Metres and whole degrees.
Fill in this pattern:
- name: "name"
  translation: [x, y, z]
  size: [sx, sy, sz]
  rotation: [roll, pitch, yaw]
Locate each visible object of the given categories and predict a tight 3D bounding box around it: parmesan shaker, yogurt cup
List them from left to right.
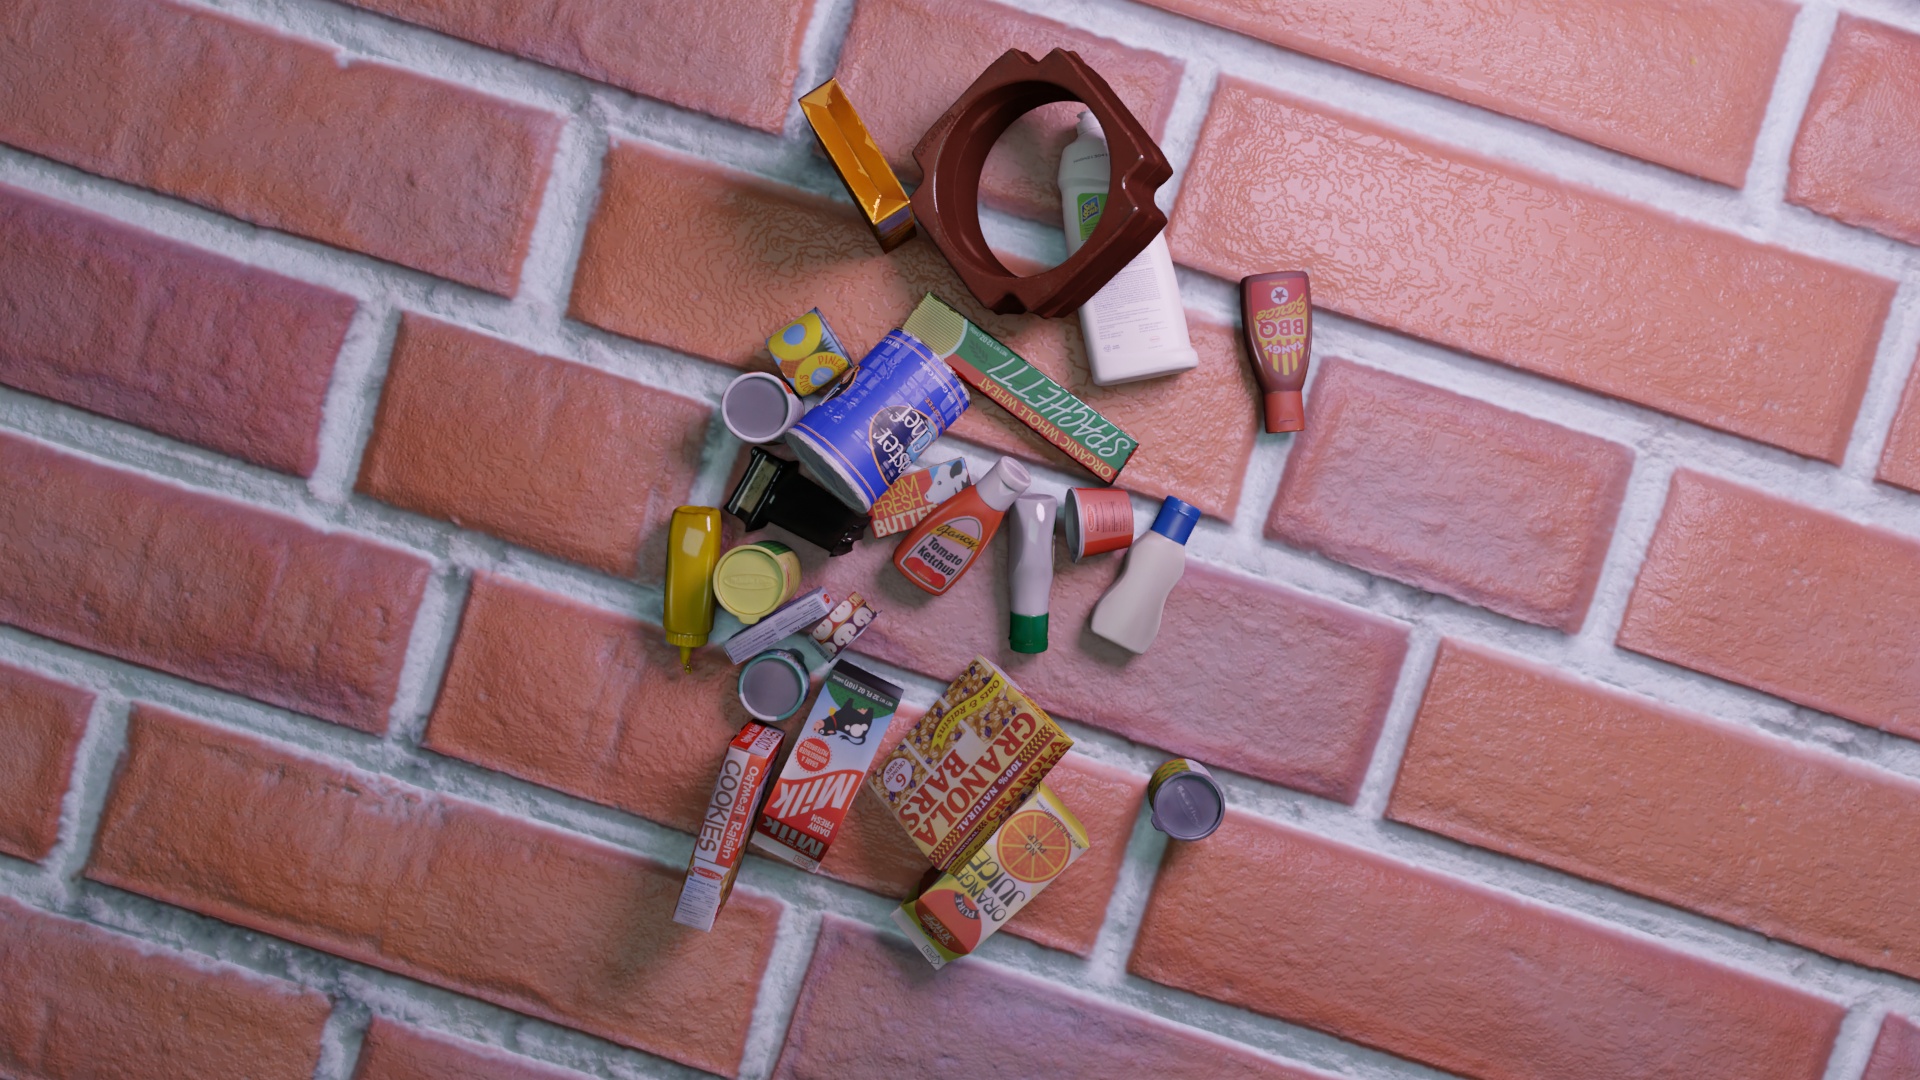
- name: "parmesan shaker"
  translation: [-0.186, 0.037, 1.285]
  size: [0.071, 0.103, 0.071]
  rotation: [0, 92, 1]
- name: "yogurt cup"
  translation: [0.130, -0.018, 1.298]
  size: [0.054, 0.072, 0.072]
  rotation: [-5, 93, -7]

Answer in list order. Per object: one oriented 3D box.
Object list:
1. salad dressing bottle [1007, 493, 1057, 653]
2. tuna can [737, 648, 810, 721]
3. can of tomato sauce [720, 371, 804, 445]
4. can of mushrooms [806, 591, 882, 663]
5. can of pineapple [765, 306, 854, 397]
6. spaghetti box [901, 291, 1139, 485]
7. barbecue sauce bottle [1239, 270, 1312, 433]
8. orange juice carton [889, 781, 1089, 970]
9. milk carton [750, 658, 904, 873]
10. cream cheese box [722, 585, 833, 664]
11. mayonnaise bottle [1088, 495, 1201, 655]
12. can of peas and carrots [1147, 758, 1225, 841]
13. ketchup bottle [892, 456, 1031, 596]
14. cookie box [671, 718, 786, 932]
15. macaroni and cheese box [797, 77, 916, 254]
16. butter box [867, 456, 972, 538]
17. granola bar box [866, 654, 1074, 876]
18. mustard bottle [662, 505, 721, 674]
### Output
- name: "salad dressing bottle"
  translation: [0.066, 0.031, 1.305]
  size: [0.044, 0.064, 0.147]
  rotation: [0, 101, -8]
- name: "tuna can"
  translation: [-0.176, 0.136, 1.324]
  size: [0.071, 0.033, 0.071]
  rotation: [0, 93, 1]
- name: "can of tomato sauce"
  translation: [-0.185, -0.122, 1.288]
  size: [0.071, 0.083, 0.071]
  rotation: [0, 93, 1]
- name: "can of mushrooms"
  translation: [-0.109, 0.080, 1.304]
  size: [0.071, 0.071, 0.033]
  rotation: [-44, 90, 3]
- name: "can of pineapple"
  translation: [-0.140, -0.174, 1.293]
  size: [0.058, 0.071, 0.071]
  rotation: [-33, 92, 3]
- name: "spaghetti box"
  translation: [0.056, -0.143, 1.311]
  size: [0.250, 0.029, 0.050]
  rotation: [36, 93, 0]
- name: "barbecue sauce bottle"
  translation: [0.298, -0.175, 1.298]
  size: [0.065, 0.044, 0.148]
  rotation: [-5, 93, 0]
- name: "orange juice carton"
  translation: [0.026, 0.316, 1.308]
  size: [0.192, 0.073, 0.072]
  rotation: [-42, 91, 3]
- name: "milk carton"
  translation: [-0.127, 0.215, 1.306]
  size: [0.072, 0.073, 0.190]
  rotation: [27, 93, -1]
- name: "cream cheese box"
  translation: [-0.172, 0.079, 1.312]
  size: [0.104, 0.053, 0.024]
  rotation: [-29, 94, 2]
- name: "mayonnaise bottle"
  translation: [0.179, 0.031, 1.311]
  size: [0.065, 0.041, 0.148]
  rotation: [27, 92, -2]
- name: "can of peas and carrots"
  translation: [0.210, 0.245, 1.309]
  size: [0.071, 0.059, 0.071]
  rotation: [0, 93, 2]
- name: "ketchup bottle"
  translation: [0.005, -0.016, 1.283]
  size: [0.064, 0.044, 0.148]
  rotation: [37, 116, -15]
- name: "cookie box"
  translation: [-0.213, 0.258, 1.285]
  size: [0.040, 0.123, 0.167]
  rotation: [19, 93, -1]
- name: "macaroni and cheese box"
  translation: [-0.087, -0.328, 1.237]
  size: [0.040, 0.166, 0.123]
  rotation: [-31, 92, 2]
- name: "butter box"
  translation: [-0.039, -0.040, 1.319]
  size: [0.103, 0.024, 0.053]
  rotation: [-17, 92, 1]
- name: "granola bar box"
  translation: [0.006, 0.206, 1.287]
  size: [0.165, 0.039, 0.124]
  rotation: [-49, 51, 2]
- name: "mustard bottle"
  translation: [-0.254, 0.048, 1.308]
  size: [0.049, 0.065, 0.160]
  rotation: [6, 96, -3]
